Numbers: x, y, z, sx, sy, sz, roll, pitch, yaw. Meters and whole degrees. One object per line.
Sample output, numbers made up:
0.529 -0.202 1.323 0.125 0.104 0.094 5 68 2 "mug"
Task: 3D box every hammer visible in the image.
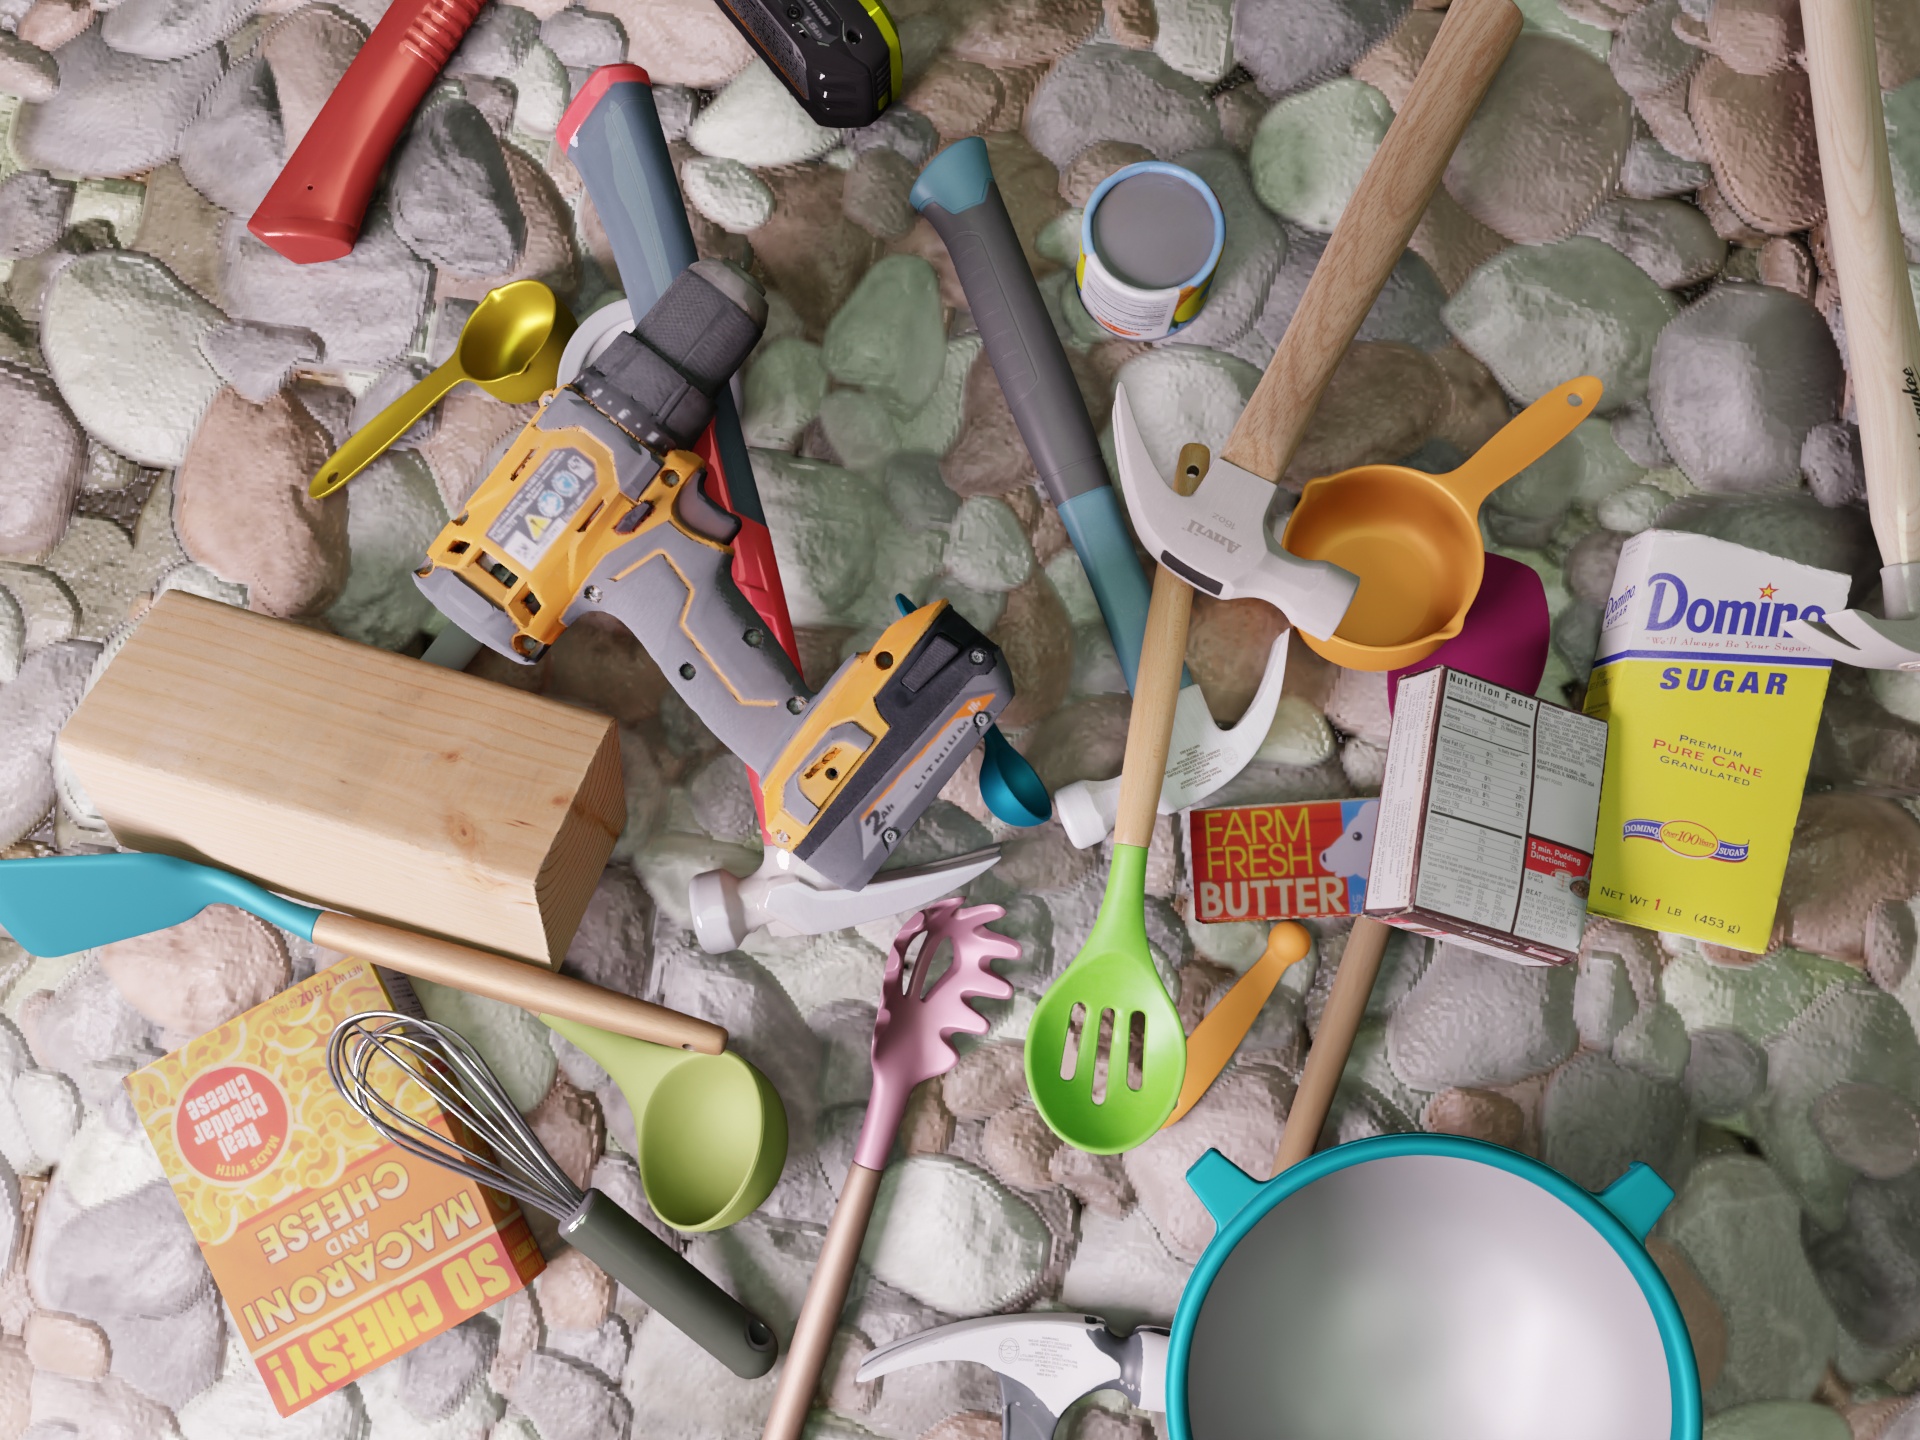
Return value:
-0.241 -0.383 0.772 0.149 0.036 0.359 32 86 4 "hammer"
-0.091 -0.096 0.708 0.143 0.038 0.386 -13 96 -1 "hammer"
0.051 -0.116 0.744 0.128 0.033 0.331 -21 85 0 "hammer"
0.010 0.466 0.694 0.149 0.036 0.409 6 86 3 "hammer"
0.404 -0.226 0.719 0.146 0.038 0.411 2 80 -30 "hammer"
0.174 -0.202 0.717 0.130 0.031 0.331 27 75 6 "hammer"

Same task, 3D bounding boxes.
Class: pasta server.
-0.047 0.228 0.714 0.060 0.040 0.316 19 87 -26 "pasta server"

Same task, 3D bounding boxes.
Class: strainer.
-0.185 -0.100 0.744 0.087 0.050 0.258 39 91 -5 "strainer"
0.190 0.339 0.672 0.211 0.095 0.340 1 87 4 "strainer"

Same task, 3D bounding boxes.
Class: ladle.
-0.212 0.116 0.720 0.320 0.062 0.078 35 94 7 "ladle"

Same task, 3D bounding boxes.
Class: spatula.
-0.256 0.106 0.685 0.317 0.082 0.044 15 53 3 "spatula"

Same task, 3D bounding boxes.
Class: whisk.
-0.174 0.210 0.694 0.246 0.058 0.059 43 109 -12 "whisk"

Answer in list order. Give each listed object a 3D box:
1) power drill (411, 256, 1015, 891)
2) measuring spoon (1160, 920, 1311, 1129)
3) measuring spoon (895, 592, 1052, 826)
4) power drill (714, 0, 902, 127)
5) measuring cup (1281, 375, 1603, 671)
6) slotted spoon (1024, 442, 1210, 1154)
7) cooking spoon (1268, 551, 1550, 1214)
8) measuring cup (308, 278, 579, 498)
-0.082 -0.062 0.656 0.226 0.084 0.185 38 90 -2 "power drill"
0.123 0.141 0.730 0.021 0.011 0.117 38 87 4 "measuring spoon"
-0.001 -0.002 0.739 0.021 0.042 0.129 -37 77 20 "measuring spoon"
-0.006 -0.392 0.749 0.223 0.080 0.171 -38 85 -5 "power drill"
0.221 -0.092 0.725 0.173 0.052 0.095 -39 73 -5 "measuring cup"
0.082 0.030 0.701 0.070 0.031 0.314 9 84 4 "slotted spoon"
0.197 0.073 0.731 0.069 0.017 0.319 19 86 13 "cooking spoon"
-0.245 -0.149 0.759 0.156 0.029 0.062 -35 57 11 "measuring cup"
